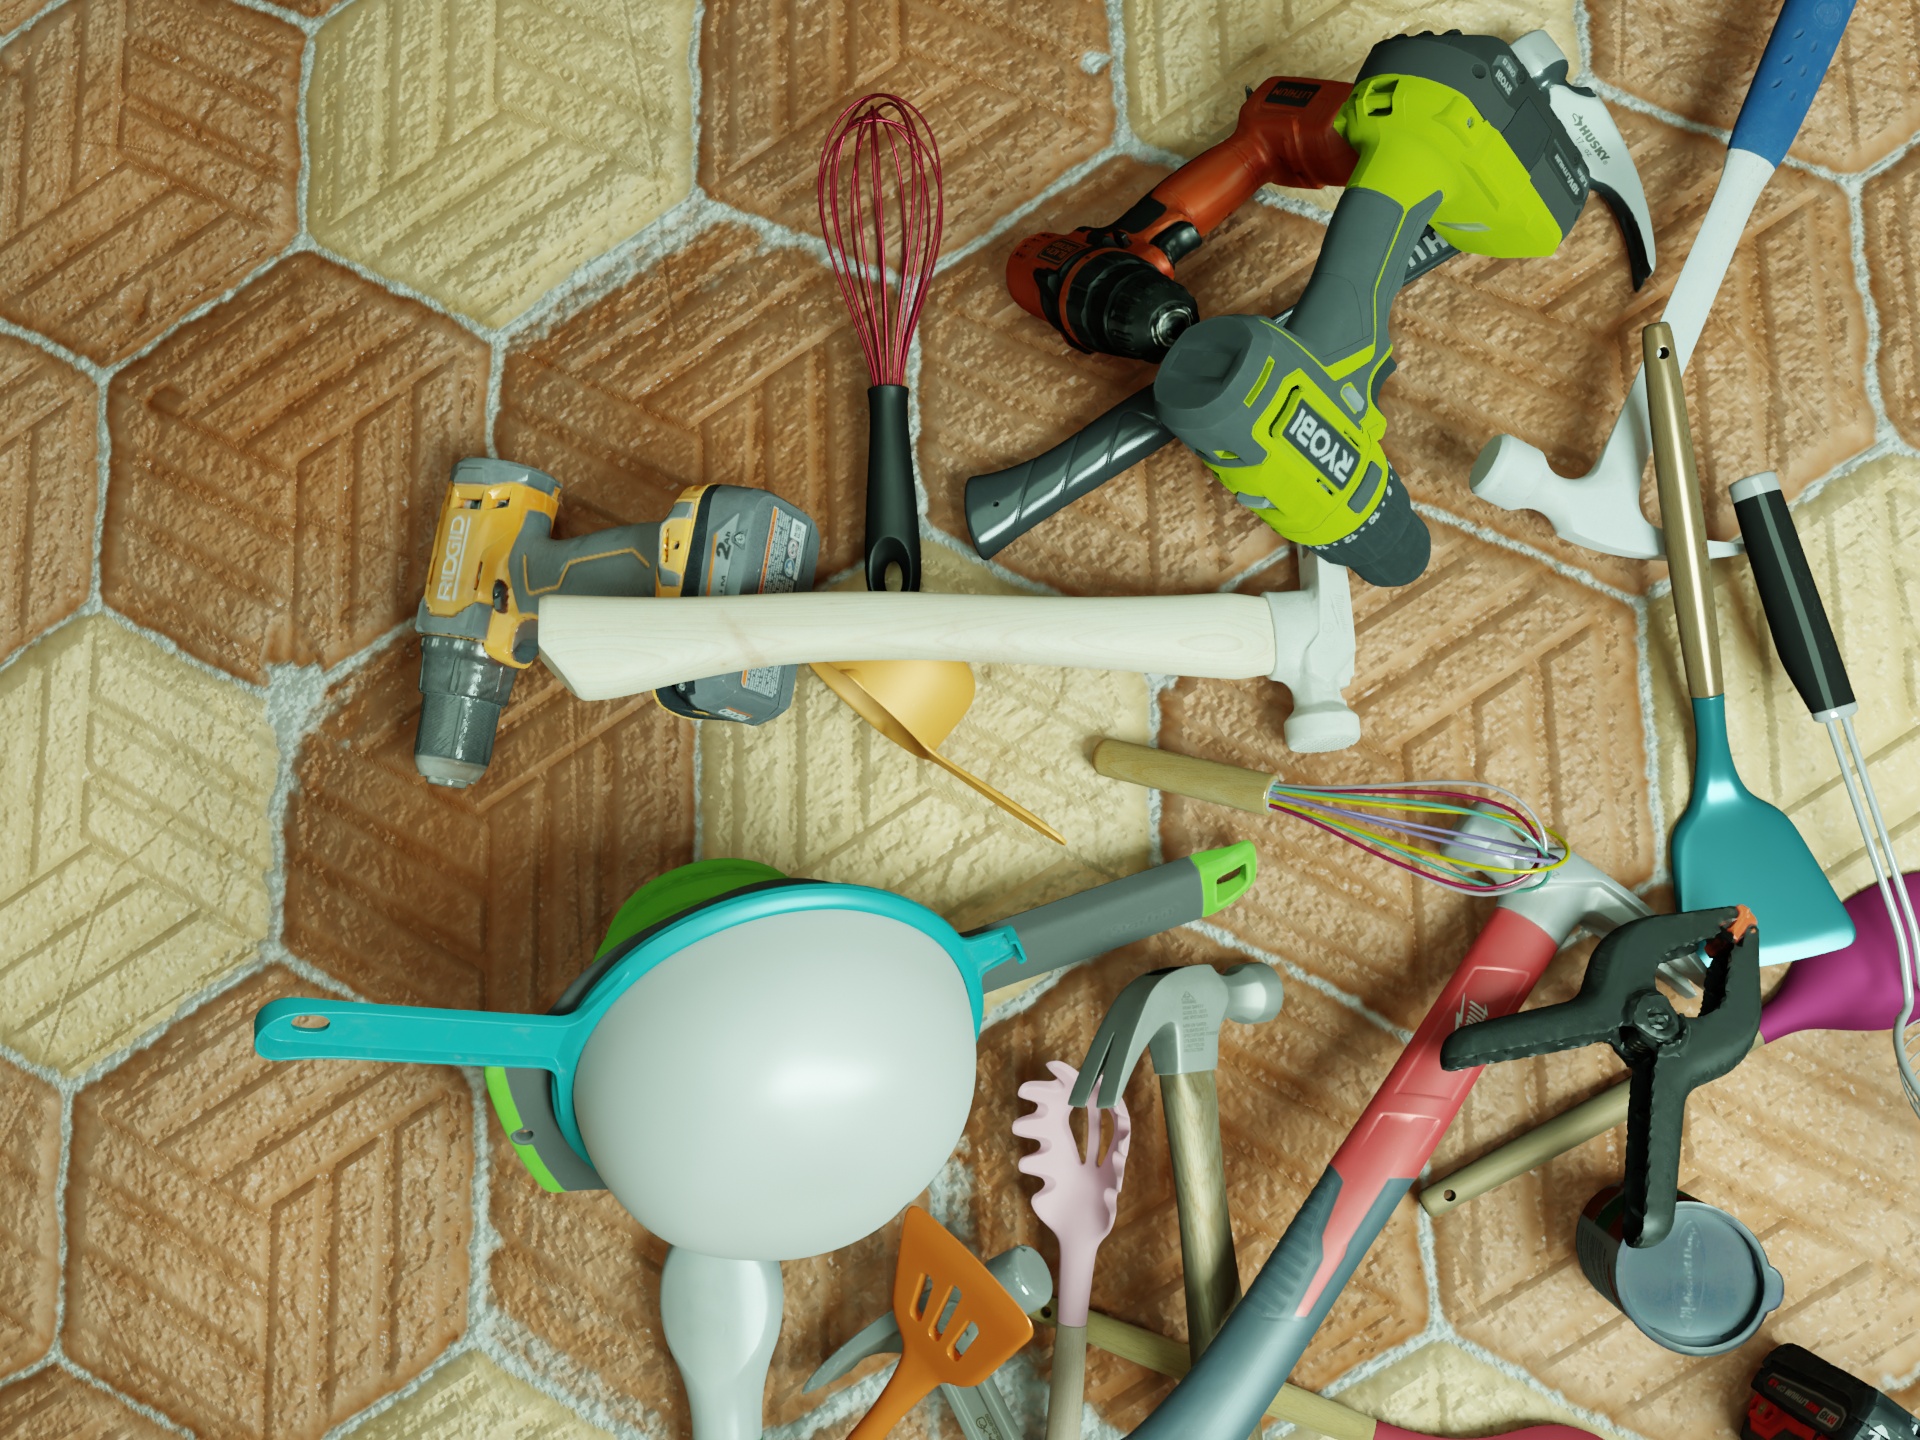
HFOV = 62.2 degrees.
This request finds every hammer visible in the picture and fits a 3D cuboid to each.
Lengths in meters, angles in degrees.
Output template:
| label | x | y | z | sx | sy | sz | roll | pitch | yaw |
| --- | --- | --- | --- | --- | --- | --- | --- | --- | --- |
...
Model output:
| label | x | y | z | sx | sy | sz | roll | pitch | yaw |
| --- | --- | --- | --- | --- | --- | --- | --- | --- | --- |
| hammer | 0.059 | 0.440 | 0.744 | 0.149 | 0.036 | 0.359 | -38 | 70 | 23 |
| hammer | 0.179 | -0.205 | 0.864 | 0.409 | 0.036 | 0.149 | -31 | 79 | 4 |
| hammer | 0.120 | 0.283 | 0.755 | 0.031 | 0.130 | 0.331 | -18 | 73 | 49 |
| hammer | 0.202 | 0.219 | 0.735 | 0.143 | 0.038 | 0.386 | 37 | 70 | 10 |
| hammer | 0.002 | -0.055 | 0.792 | 0.410 | 0.038 | 0.146 | -1 | 77 | -14 |
| hammer | 0.402 | -0.271 | 0.809 | 0.144 | 0.035 | 0.405 | 24 | 88 | -6 |

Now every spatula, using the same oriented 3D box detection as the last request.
| label | x | y | z | sx | sy | sz | roll | pitch | yaw |
| --- | --- | --- | --- | --- | --- | --- | --- | --- | --- |
| spatula | -0.068 | 0.375 | 0.775 | 0.081 | 0.041 | 0.322 | 40 | 105 | 25 |
| spatula | 0.368 | -0.036 | 0.778 | 0.082 | 0.044 | 0.317 | -12 | 100 | 9 |

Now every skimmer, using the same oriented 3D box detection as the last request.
| label | x | y | z | sx | sy | sz | roll | pitch | yaw |
| --- | --- | --- | --- | --- | --- | --- | --- | --- | --- |
| skimmer | 0.450 | 0.047 | 0.733 | 0.127 | 0.090 | 0.363 | -12 | 82 | -28 |

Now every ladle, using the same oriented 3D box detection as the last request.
| label | x | y | z | sx | sy | sz | roll | pitch | yaw |
| --- | --- | --- | --- | --- | --- | --- | --- | --- | --- |
| ladle | 0.179 | 0.343 | 0.788 | 0.315 | 0.031 | 0.069 | 16 | 85 | 13 |

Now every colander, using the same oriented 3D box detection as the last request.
| label | x | y | z | sx | sy | sz | roll | pitch | yaw |
| --- | --- | --- | --- | --- | --- | --- | --- | --- | --- |
| colander | -0.043 | 0.114 | 0.821 | 0.397 | 0.204 | 0.095 | -18 | 40 | -10 |

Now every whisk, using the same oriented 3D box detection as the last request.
| label | x | y | z | sx | sy | sz | roll | pitch | yaw |
| --- | --- | --- | --- | --- | --- | --- | --- | --- | --- |
| whisk | -0.042 | -0.204 | 0.889 | 0.073 | 0.073 | 0.296 | -2 | 88 | 9 |
| whisk | 0.178 | 0.042 | 0.795 | 0.245 | 0.051 | 0.047 | 13 | 59 | 31 |

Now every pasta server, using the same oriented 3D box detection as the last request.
| label | x | y | z | sx | sy | sz | roll | pitch | yaw |
| --- | --- | --- | --- | --- | --- | --- | --- | --- | --- |
| pasta server | 0.049 | 0.328 | 0.788 | 0.060 | 0.040 | 0.316 | 3 | 85 | 29 |

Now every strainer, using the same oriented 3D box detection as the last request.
| label | x | y | z | sx | sy | sz | roll | pitch | yaw |
| --- | --- | --- | --- | --- | --- | --- | --- | --- | --- |
| strainer | -0.129 | 0.172 | 0.702 | 0.211 | 0.340 | 0.095 | -62 | 35 | 25 |

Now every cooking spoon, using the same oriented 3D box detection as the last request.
| label | x | y | z | sx | sy | sz | roll | pitch | yaw |
| --- | --- | --- | --- | --- | --- | --- | --- | --- | --- |
| cooking spoon | 0.370 | 0.166 | 0.786 | 0.319 | 0.017 | 0.069 | -29 | 78 | 3 |

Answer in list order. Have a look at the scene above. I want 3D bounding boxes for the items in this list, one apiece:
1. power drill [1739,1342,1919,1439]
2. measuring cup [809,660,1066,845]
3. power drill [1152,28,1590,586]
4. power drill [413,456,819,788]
| label | x | y | z | sx | sy | sz | roll | pitch | yaw |
| --- | --- | --- | --- | --- | --- | --- | --- | --- | --- |
| power drill | 0.352 | 0.395 | 0.694 | 0.078 | 0.143 | 0.219 | 37 | 86 | 10 |
| measuring cup | -0.001 | -0.003 | 0.831 | 0.174 | 0.095 | 0.052 | 35 | 80 | 16 |
| power drill | 0.209 | -0.190 | 0.773 | 0.080 | 0.190 | 0.228 | 25 | 85 | 51 |
| power drill | -0.201 | -0.046 | 0.863 | 0.226 | 0.084 | 0.185 | 7 | 83 | 25 |
